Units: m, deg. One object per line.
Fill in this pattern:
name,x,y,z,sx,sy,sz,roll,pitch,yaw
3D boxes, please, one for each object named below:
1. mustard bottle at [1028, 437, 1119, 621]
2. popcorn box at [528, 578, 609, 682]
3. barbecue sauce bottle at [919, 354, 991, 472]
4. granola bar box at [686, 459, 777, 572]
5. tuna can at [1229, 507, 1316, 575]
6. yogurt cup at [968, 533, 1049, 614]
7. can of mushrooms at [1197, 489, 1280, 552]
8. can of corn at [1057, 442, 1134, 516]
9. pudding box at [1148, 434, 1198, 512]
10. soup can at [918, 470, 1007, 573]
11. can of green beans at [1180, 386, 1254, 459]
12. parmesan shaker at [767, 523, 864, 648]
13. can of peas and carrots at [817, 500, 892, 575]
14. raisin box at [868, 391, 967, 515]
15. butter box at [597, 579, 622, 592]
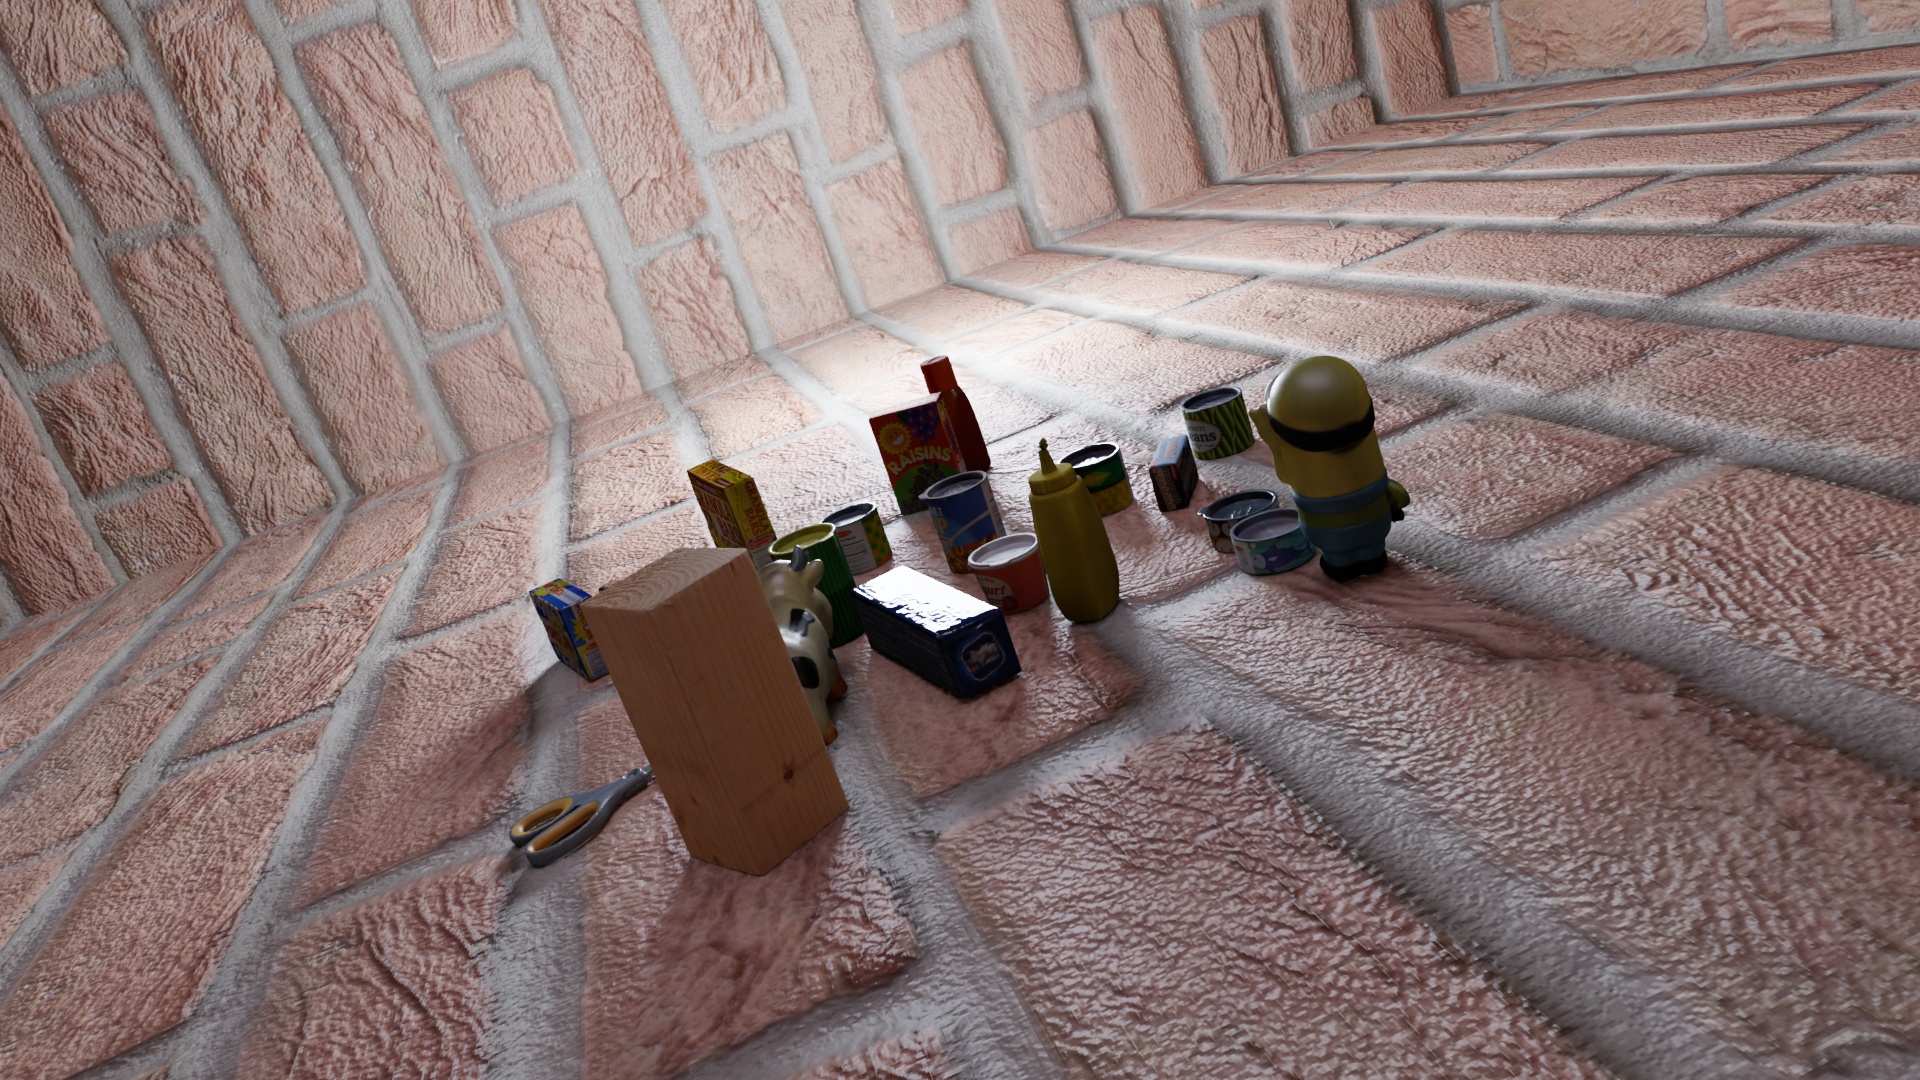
mustard bottle,0.089,-0.013,1.158,0.049,0.159,0.065,-8,20,30
popcorn box,-0.407,0.092,1.461,0.038,0.085,0.126,-27,20,-25
barbecue sauce bottle,-0.008,-0.147,1.666,0.043,0.148,0.065,-6,21,34
granola bar box,-0.254,-0.021,1.578,0.039,0.124,0.165,-25,19,-19
tuna can,0.263,0.000,1.156,0.071,0.032,0.071,-17,18,6
yogurt cup,0.046,0.031,1.245,0.072,0.053,0.072,-17,18,6
can of mushrooms,0.247,-0.017,1.220,0.071,0.033,0.071,-17,18,6
can of corn,0.136,-0.060,1.414,0.071,0.058,0.071,-17,18,6
pudding box,0.211,-0.067,1.375,0.030,0.049,0.084,-11,19,22
soup can,0.005,-0.017,1.378,0.071,0.083,0.071,-17,18,6
can of green beans,0.272,-0.124,1.468,0.071,0.057,0.071,-17,18,6
parmesan shaker,-0.130,0.044,1.301,0.071,0.102,0.071,-17,18,6
can of peas and carrots,-0.112,-0.002,1.490,0.071,0.058,0.071,-17,18,6
raisin box,-0.045,-0.100,1.603,0.086,0.123,0.040,-14,18,15
butter box,-0.349,0.070,1.523,0.103,0.053,0.024,-3,23,39
